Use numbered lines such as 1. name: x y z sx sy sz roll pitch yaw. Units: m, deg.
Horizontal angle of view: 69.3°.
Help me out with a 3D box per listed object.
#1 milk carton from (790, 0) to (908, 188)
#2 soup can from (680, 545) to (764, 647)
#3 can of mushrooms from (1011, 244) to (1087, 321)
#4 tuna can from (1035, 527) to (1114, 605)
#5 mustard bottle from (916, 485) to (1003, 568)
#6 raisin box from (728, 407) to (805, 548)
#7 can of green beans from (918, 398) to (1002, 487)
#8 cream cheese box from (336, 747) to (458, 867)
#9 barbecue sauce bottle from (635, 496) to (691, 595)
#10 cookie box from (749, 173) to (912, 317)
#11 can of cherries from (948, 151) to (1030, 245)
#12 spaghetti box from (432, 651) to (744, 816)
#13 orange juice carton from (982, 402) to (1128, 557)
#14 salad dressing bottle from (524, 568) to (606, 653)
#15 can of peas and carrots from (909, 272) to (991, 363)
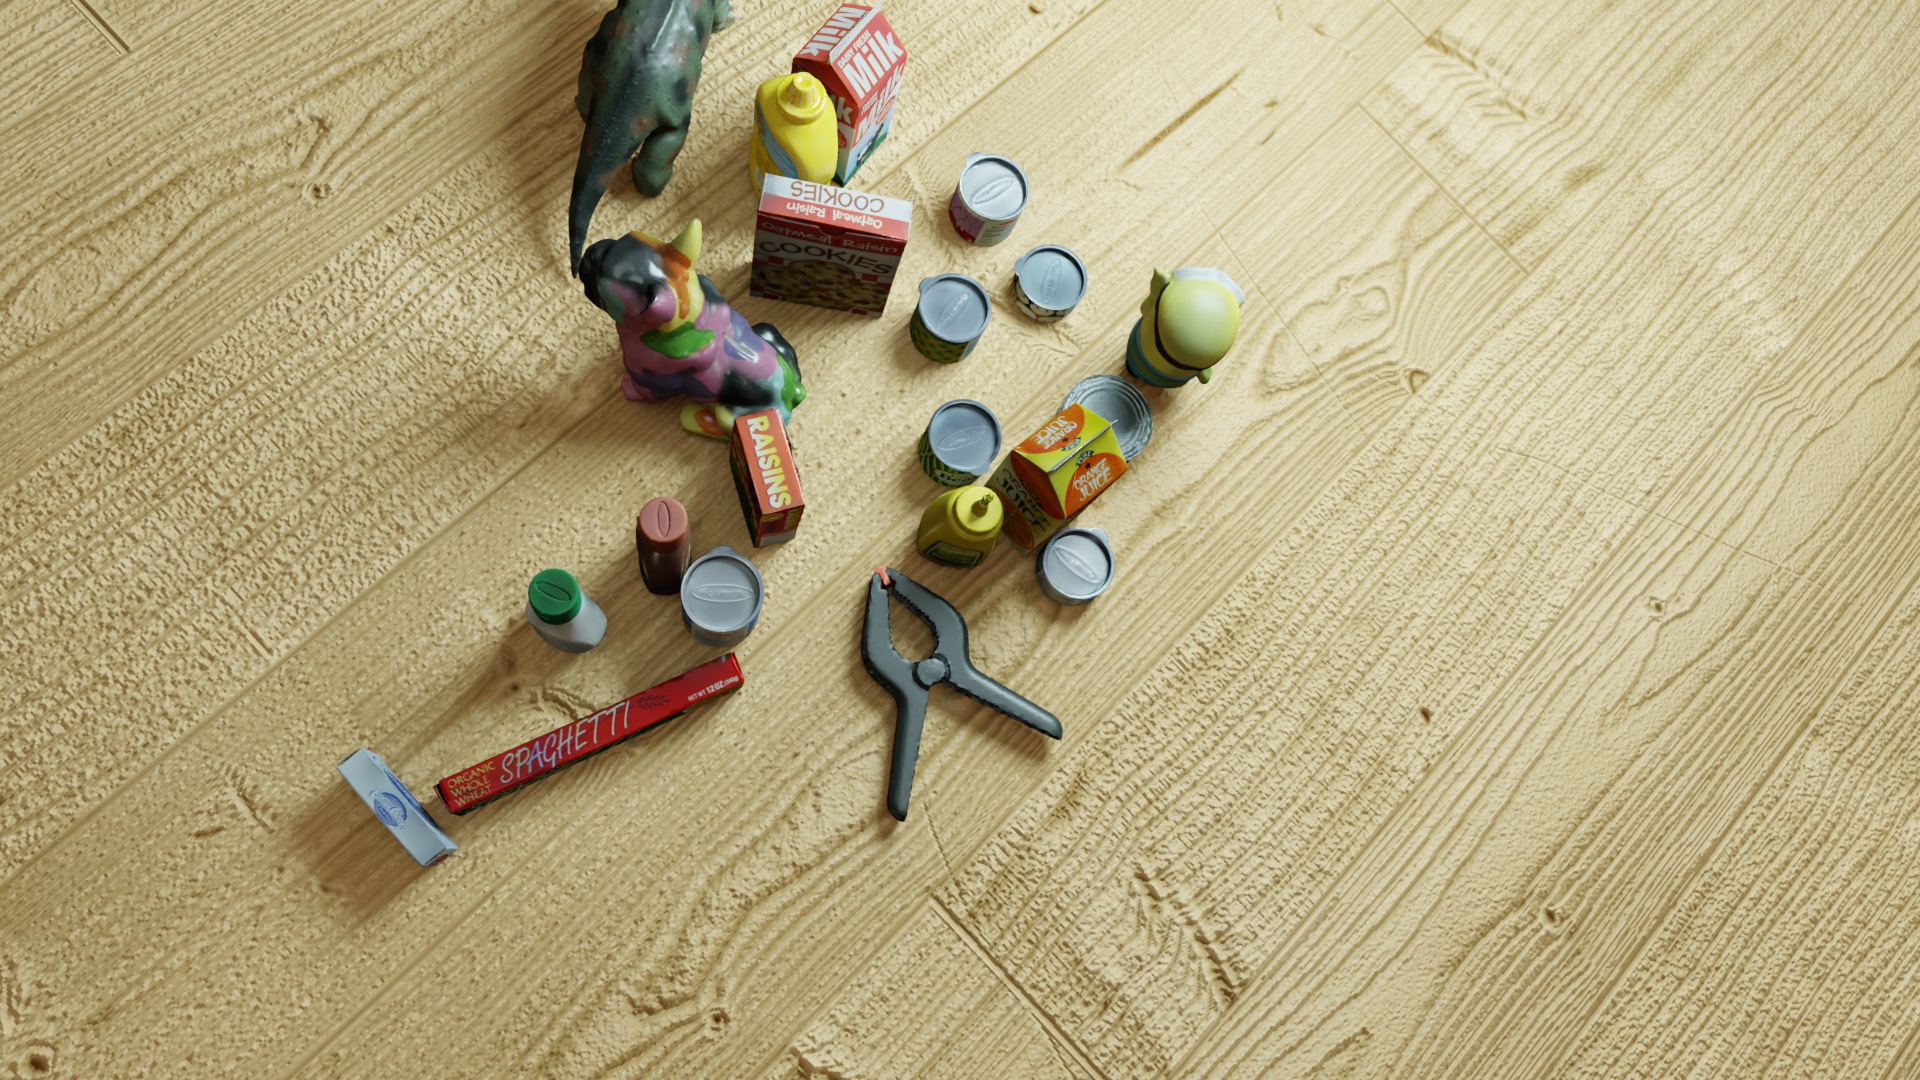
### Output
1. milk carton: -0.102 -0.397 1.218 0.073 0.190 0.072 37 73 -1
2. soup can: -0.197 0.047 1.145 0.071 0.083 0.071 3 76 -11
3. can of mushrooms: 0.081 -0.241 1.298 0.071 0.033 0.071 3 76 -11
4. tuna can: 0.103 0.022 1.238 0.071 0.032 0.071 3 76 -11
5. mustard bottle: 0.004 -0.015 1.160 0.065 0.160 0.049 14 75 -8
6. raisin box: -0.161 -0.050 1.156 0.040 0.123 0.086 -14 80 -14
7. can of green beans: -0.001 -0.085 1.230 0.071 0.057 0.071 3 76 -11
8. cream cheese box: -0.435 0.208 1.074 0.024 0.053 0.104 -41 87 -17
9. barbecue sauce bottle: -0.238 0.001 1.115 0.044 0.148 0.065 -1 77 -11
10. cookie box: -0.115 -0.248 1.191 0.123 0.167 0.040 9 75 -9
11. can of cherries: 0.025 -0.318 1.293 0.071 0.058 0.071 3 76 -11
12. spaghetti box: -0.293 0.155 1.117 0.251 0.050 0.029 -24 82 -16
13. orange juice carton: 0.079 -0.053 1.168 0.072 0.192 0.073 -37 86 -17
14. salad dressing bottle: -0.312 0.055 1.087 0.064 0.147 0.044 26 73 -4
15. can of peas and carrots: -0.012 -0.202 1.257 0.071 0.058 0.071 3 76 -11
